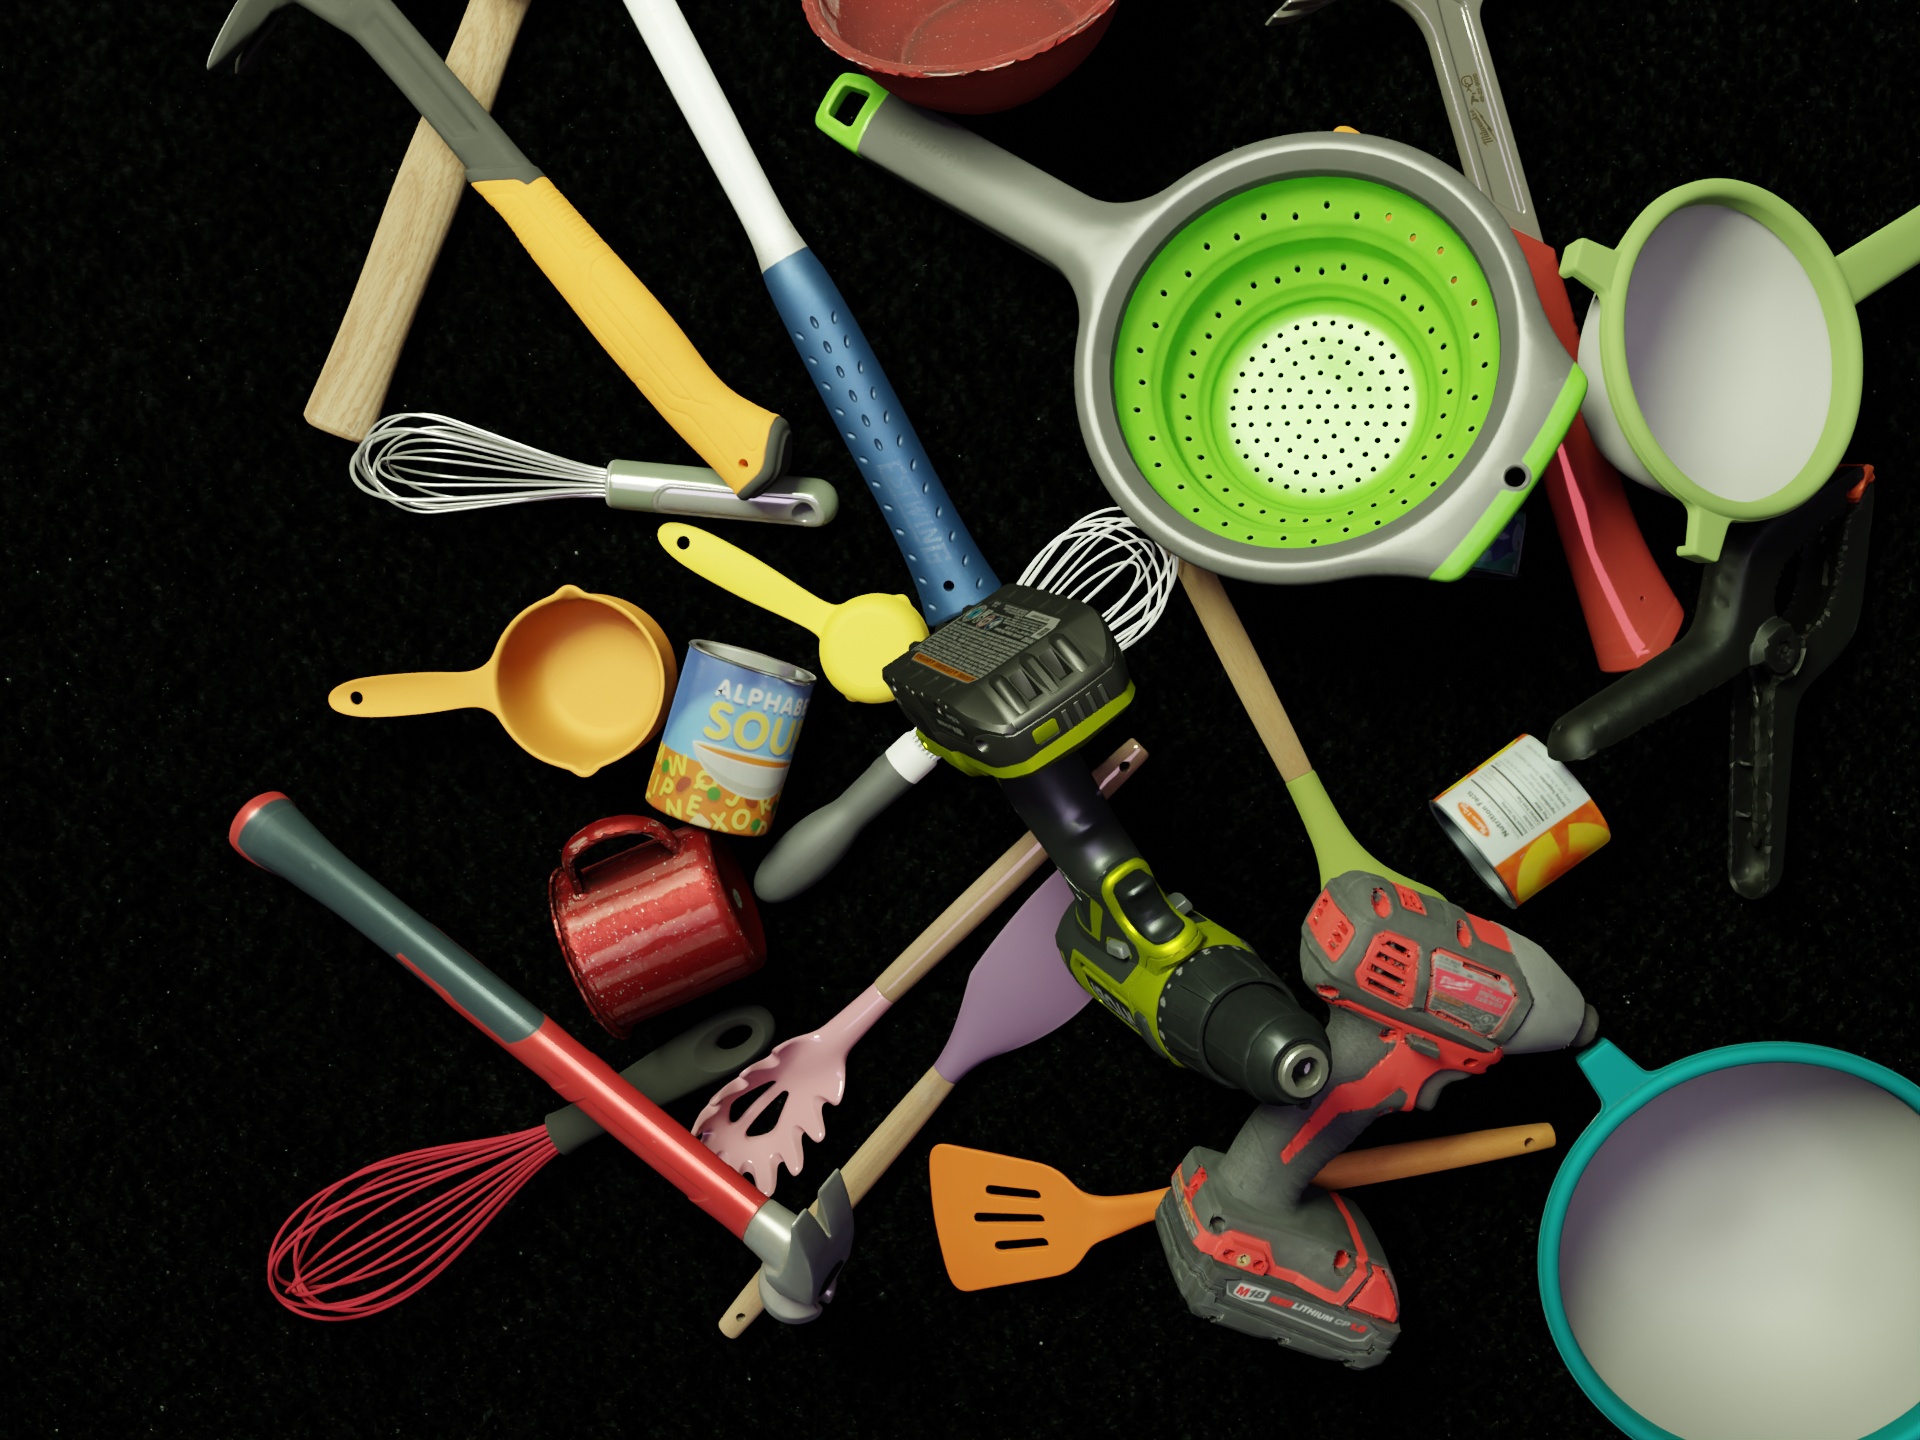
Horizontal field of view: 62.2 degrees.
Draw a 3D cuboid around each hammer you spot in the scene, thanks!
[{"bbox_3d":[-0.085,-0.236,0.772,0.144,0.035,0.405,-27,99,6],"label":"hammer"},{"bbox_3d":[-0.208,-0.236,0.764,0.127,0.034,0.337,-40,95,19],"label":"hammer"},{"bbox_3d":[-0.212,0.144,0.769,0.386,0.143,0.038,34,58,15],"label":"hammer"},{"bbox_3d":[-0.253,-0.297,0.801,0.130,0.031,0.331,23,96,2],"label":"hammer"},{"bbox_3d":[0.267,-0.194,0.765,0.149,0.037,0.359,-19,95,-8],"label":"hammer"}]

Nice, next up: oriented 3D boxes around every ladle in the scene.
[{"bbox_3d":[0.158,0.004,0.802,0.078,0.062,0.320,-27,86,6],"label":"ladle"}]

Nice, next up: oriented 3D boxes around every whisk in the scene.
[{"bbox_3d":[-0.228,0.227,0.833,0.296,0.073,0.073,-29,93,-1],"label":"whisk"},{"bbox_3d":[-0.002,-0.003,0.801,0.284,0.070,0.070,-42,91,11],"label":"whisk"},{"bbox_3d":[-0.184,-0.120,0.805,0.246,0.059,0.057,5,136,-1],"label":"whisk"}]

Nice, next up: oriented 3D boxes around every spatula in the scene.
[{"bbox_3d":[-0.023,0.207,0.836,0.060,0.018,0.316,40,95,-3],"label":"spatula"},{"bbox_3d":[0.145,0.239,0.827,0.322,0.041,0.081,-10,93,0],"label":"spatula"}]

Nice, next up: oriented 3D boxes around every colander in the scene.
[{"bbox_3d":[0.099,-0.203,0.769,0.397,0.094,0.204,35,97,18],"label":"colander"}]

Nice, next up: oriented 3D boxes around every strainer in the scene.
[{"bbox_3d":[0.372,-0.187,0.743,0.256,0.069,0.151,-31,99,-22],"label":"strainer"},{"bbox_3d":[0.375,0.312,0.783,0.211,0.095,0.340,6,97,5],"label":"strainer"}]

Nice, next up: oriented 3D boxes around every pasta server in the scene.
[{"bbox_3d":[-0.019,0.125,0.819,0.316,0.040,0.060,-44,103,5],"label":"pasta server"}]

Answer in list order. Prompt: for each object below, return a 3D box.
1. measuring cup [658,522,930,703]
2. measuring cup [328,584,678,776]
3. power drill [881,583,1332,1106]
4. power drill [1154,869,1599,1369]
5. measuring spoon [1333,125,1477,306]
[{"bbox_3d":[-0.087,-0.060,0.810,0.156,0.029,0.062,29,96,-1],"label":"measuring cup"},{"bbox_3d":[-0.230,-0.018,0.813,0.173,0.052,0.095,-4,95,6],"label":"measuring cup"},{"bbox_3d":[0.069,0.060,0.704,0.080,0.191,0.228,-35,110,-11],"label":"power drill"},{"bbox_3d":[0.195,0.187,0.749,0.143,0.079,0.219,22,106,-12],"label":"power drill"},{"bbox_3d":[0.221,-0.246,0.785,0.021,0.011,0.117,-37,92,6],"label":"measuring spoon"}]
